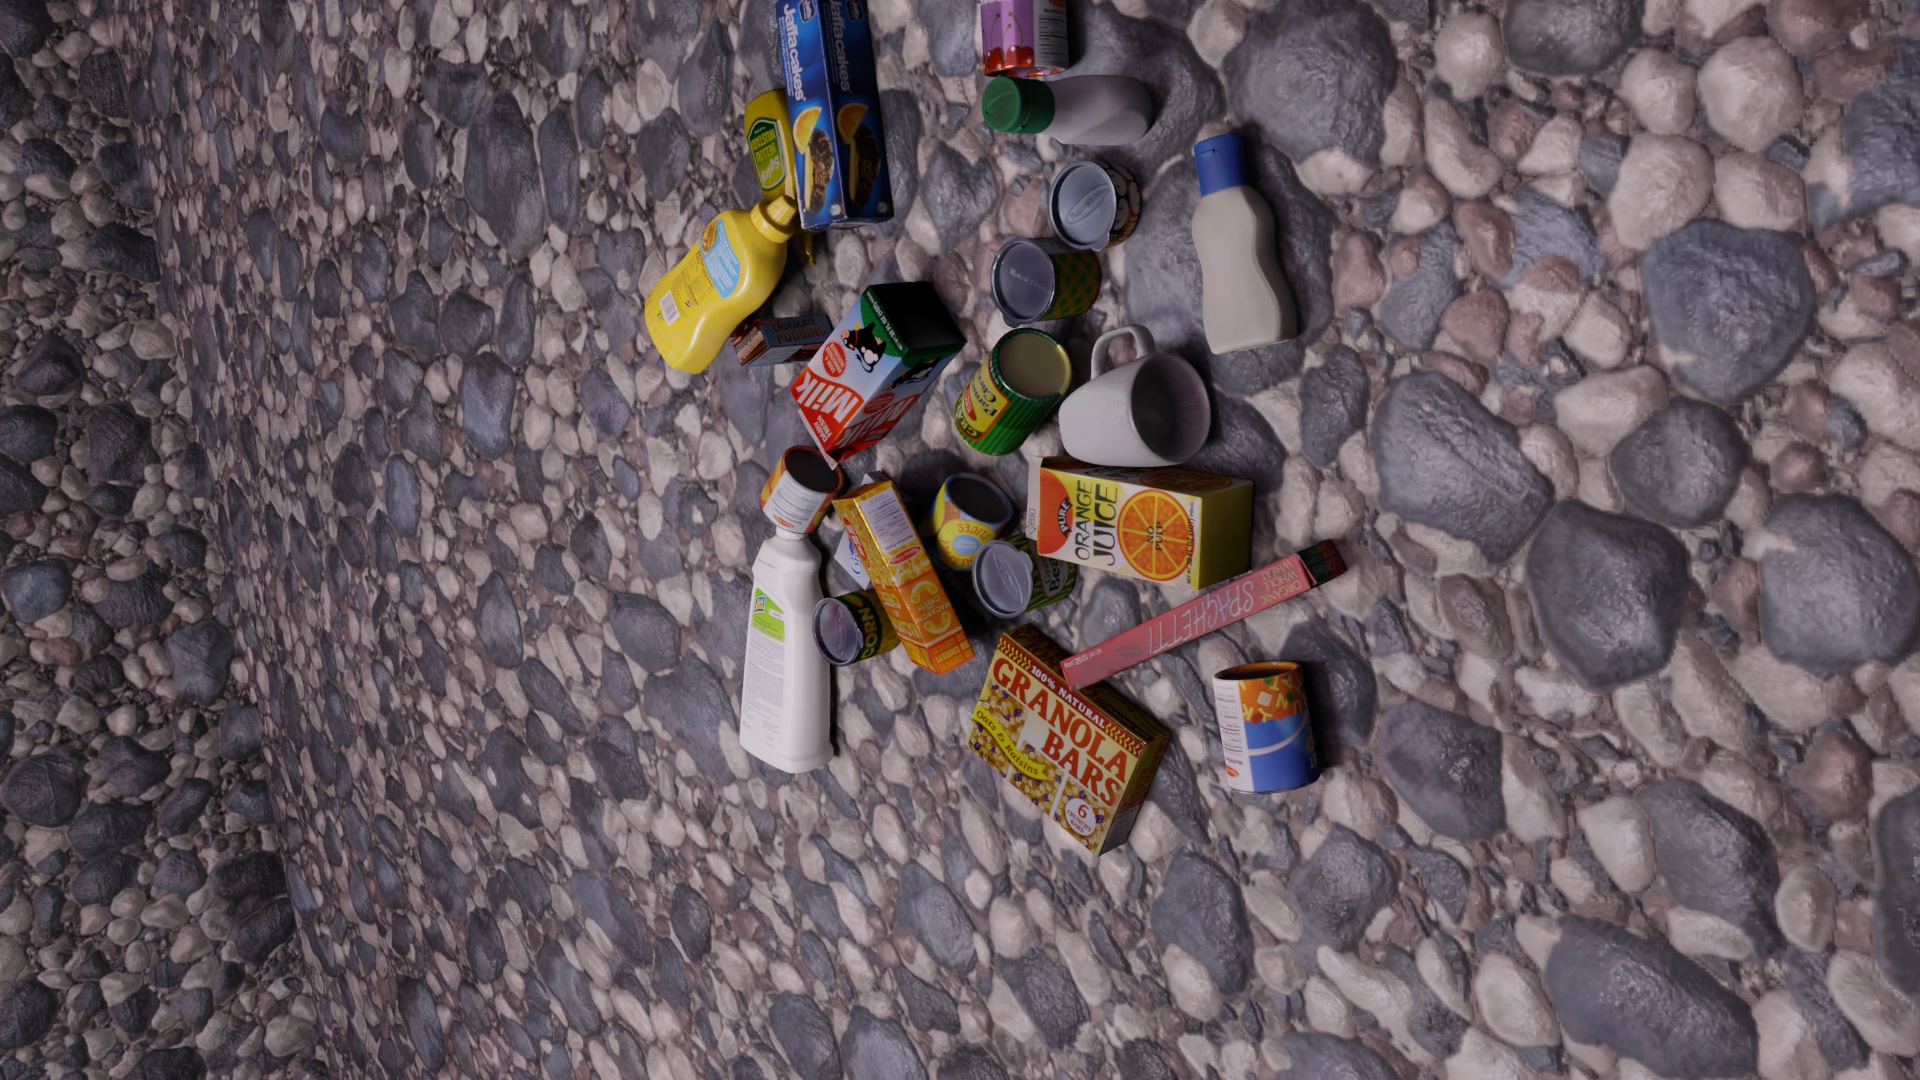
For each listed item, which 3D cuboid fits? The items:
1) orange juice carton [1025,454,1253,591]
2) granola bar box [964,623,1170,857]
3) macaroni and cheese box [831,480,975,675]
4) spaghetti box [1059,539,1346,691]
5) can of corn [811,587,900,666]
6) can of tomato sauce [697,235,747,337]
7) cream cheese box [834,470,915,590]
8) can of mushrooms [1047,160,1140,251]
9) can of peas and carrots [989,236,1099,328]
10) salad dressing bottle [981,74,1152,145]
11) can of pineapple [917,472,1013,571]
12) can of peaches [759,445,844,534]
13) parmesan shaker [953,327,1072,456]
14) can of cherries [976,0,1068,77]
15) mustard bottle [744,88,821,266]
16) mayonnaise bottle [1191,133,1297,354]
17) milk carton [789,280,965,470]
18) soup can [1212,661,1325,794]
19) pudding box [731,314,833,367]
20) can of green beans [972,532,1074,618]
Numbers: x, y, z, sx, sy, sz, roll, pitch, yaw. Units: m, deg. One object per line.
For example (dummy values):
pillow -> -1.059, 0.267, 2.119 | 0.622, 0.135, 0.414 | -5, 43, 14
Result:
orange juice carton -> 0.124, -0.020, 1.069 | 0.193, 0.073, 0.071 | 13, 109, 42
granola bar box -> 0.086, 0.167, 1.176 | 0.166, 0.039, 0.123 | 36, 123, 32
macaroni and cheese box -> -0.051, 0.030, 1.212 | 0.166, 0.040, 0.123 | 64, 168, -7
spaghetti box -> 0.178, 0.060, 1.054 | 0.249, 0.050, 0.029 | -31, 80, 43
can of corn -> -0.096, 0.081, 1.317 | 0.071, 0.058, 0.071 | 13, 109, 42
can of tomato sauce -> -0.236, -0.250, 1.363 | 0.071, 0.071, 0.082 | 41, 125, 30
cream cheese box -> -0.081, -0.009, 1.305 | 0.053, 0.024, 0.103 | 43, 126, 30
can of mushrooms -> 0.103, -0.254, 1.060 | 0.071, 0.033, 0.071 | 12, 108, 41
can of peas and carrots -> 0.066, -0.203, 1.090 | 0.071, 0.059, 0.070 | 14, 110, 42
salad dressing bottle -> 0.077, -0.308, 0.990 | 0.064, 0.148, 0.044 | -18, 88, 45
can of pineapple -> 0.004, -0.015, 1.189 | 0.071, 0.071, 0.057 | 49, 129, 24
can of peaches -> -0.152, -0.051, 1.336 | 0.071, 0.071, 0.057 | 53, 131, 21
parmesan shaker -> 0.040, -0.120, 1.109 | 0.071, 0.071, 0.102 | 63, 155, 12
can of cherries -> 0.047, -0.386, 1.059 | 0.071, 0.072, 0.058 | 8, 107, 43
mustard bottle -> -0.155, -0.331, 1.279 | 0.065, 0.049, 0.160 | -14, 90, 47
mayonnaise bottle -> 0.195, -0.209, 0.978 | 0.064, 0.041, 0.148 | -7, 94, 43
milk carton -> -0.086, -0.143, 1.242 | 0.189, 0.074, 0.072 | -44, 70, 41
soup can -> 0.226, 0.135, 1.017 | 0.071, 0.071, 0.083 | -6, 95, 45
pudding box -> -0.165, -0.186, 1.301 | 0.049, 0.084, 0.030 | -28, 79, 45
can of green beans -> 0.053, 0.027, 1.160 | 0.071, 0.058, 0.071 | 13, 109, 42
